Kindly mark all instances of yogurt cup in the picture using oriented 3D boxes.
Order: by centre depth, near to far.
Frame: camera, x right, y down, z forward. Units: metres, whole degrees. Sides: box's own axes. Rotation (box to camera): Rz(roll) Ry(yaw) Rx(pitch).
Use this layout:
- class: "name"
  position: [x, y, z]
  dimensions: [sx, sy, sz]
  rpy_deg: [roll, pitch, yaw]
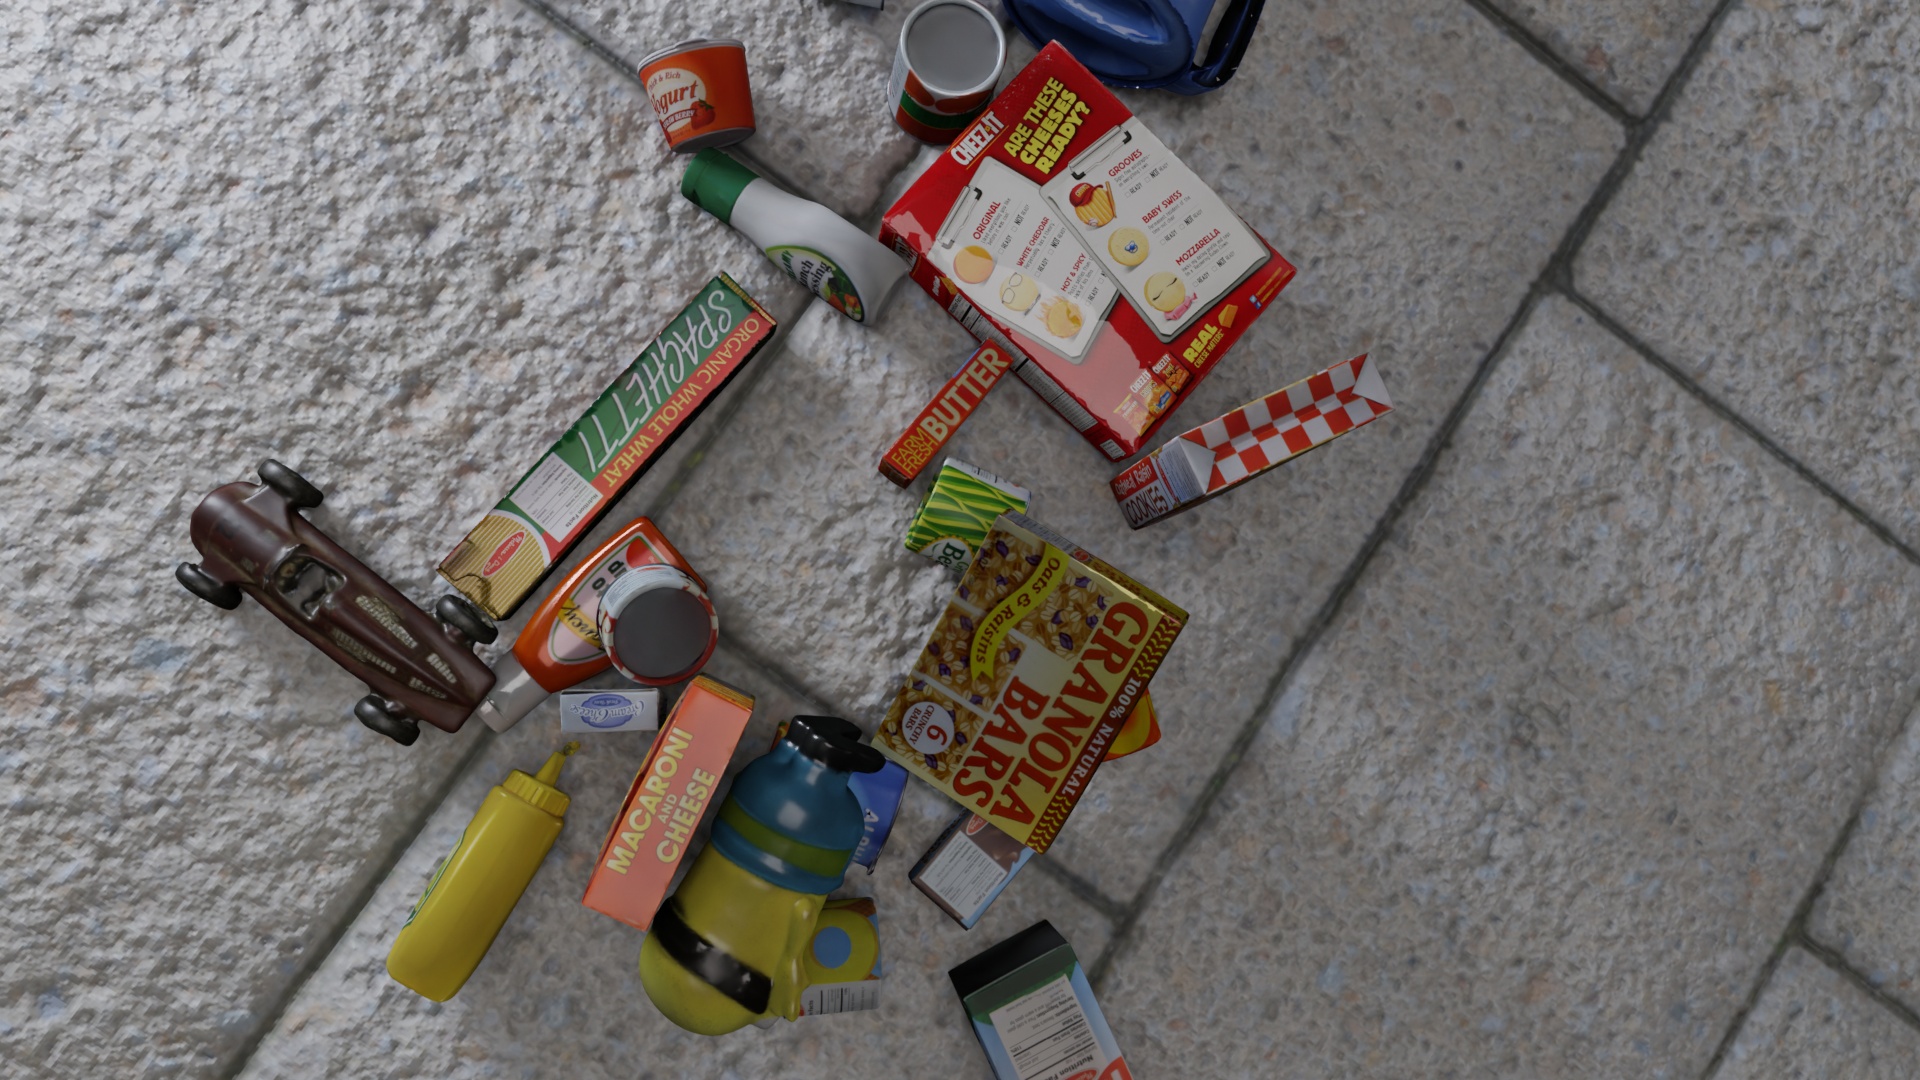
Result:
- class: "yogurt cup"
  position: [-0.160, -0.274, 0.860]
  dimensions: [0.072, 0.072, 0.054]
  rpy_deg: [-16, 97, -9]

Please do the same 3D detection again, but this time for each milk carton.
- class: "milk carton"
  position: [0.068, 0.339, 0.845]
  dimensions: [0.073, 0.072, 0.190]
  rpy_deg: [-25, 89, -9]

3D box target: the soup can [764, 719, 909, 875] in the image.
- class: "soup can"
  position: [-0.082, 0.154, 0.836]
  dimensions: [0.084, 0.071, 0.071]
  rpy_deg: [21, 83, -6]

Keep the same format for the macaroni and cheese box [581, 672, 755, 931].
- class: "macaroni and cheese box"
  position: [-0.159, 0.139, 0.777]
  dimensions: [0.040, 0.166, 0.124]
  rpy_deg: [26, 83, -5]

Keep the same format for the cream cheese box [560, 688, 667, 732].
- class: "cream cheese box"
  position: [-0.199, 0.098, 0.805]
  dimensions: [0.053, 0.103, 0.024]
  rpy_deg: [0, 83, -10]

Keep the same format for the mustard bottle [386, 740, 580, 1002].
- class: "mustard bottle"
  position: [-0.271, 0.185, 0.811]
  dimensions: [0.049, 0.065, 0.160]
  rpy_deg: [32, 76, -11]

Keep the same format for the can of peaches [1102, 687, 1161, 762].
- class: "can of peaches"
  position: [0.087, 0.104, 0.865]
  dimensions: [0.071, 0.071, 0.058]
  rpy_deg: [-15, 90, -9]

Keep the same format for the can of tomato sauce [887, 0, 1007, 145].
- class: "can of tomato sauce"
  position: [-0.008, -0.295, 0.874]
  dimensions: [0.071, 0.083, 0.071]
  rpy_deg: [1, 86, -8]

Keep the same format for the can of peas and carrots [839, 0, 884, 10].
- class: "can of peas and carrots"
  position: [-0.072, -0.377, 0.881]
  dimensions: [0.059, 0.071, 0.071]
  rpy_deg: [9, 85, -7]

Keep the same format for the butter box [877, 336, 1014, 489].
- class: "butter box"
  position: [-0.010, -0.079, 0.873]
  dimensions: [0.024, 0.053, 0.103]
  rpy_deg: [41, 81, -2]

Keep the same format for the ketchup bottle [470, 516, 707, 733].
- class: "ketchup bottle"
  position: [-0.228, 0.054, 0.835]
  dimensions: [0.149, 0.043, 0.064]
  rpy_deg: [-41, 100, -9]

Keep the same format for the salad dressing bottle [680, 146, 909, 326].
- class: "salad dressing bottle"
  position: [-0.104, -0.191, 0.866]
  dimensions: [0.148, 0.064, 0.044]
  rpy_deg: [34, 70, 3]

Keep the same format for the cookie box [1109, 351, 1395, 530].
- class: "cookie box"
  position: [0.170, -0.055, 0.841]
  dimensions: [0.123, 0.167, 0.040]
  rpy_deg: [-24, 87, -9]

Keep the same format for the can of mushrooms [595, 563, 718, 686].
- class: "can of mushrooms"
  position: [-0.175, 0.051, 0.811]
  dimensions: [0.071, 0.033, 0.070]
  rpy_deg: [-7, 107, -22]

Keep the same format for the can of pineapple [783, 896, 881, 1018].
- class: "can of pineapple"
  position: [-0.079, 0.247, 0.832]
  dimensions: [0.058, 0.071, 0.071]
  rpy_deg: [-2, 87, -9]

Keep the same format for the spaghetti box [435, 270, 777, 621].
- class: "spaghetti box"
  position: [-0.213, -0.058, 0.853]
  dimensions: [0.050, 0.028, 0.250]
  rpy_deg: [42, 81, -4]

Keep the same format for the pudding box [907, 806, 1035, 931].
- class: "pudding box"
  position: [0.013, 0.195, 0.868]
  dimensions: [0.049, 0.030, 0.084]
  rpy_deg: [42, 81, -3]

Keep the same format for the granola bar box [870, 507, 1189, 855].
- class: "granola bar box"
  position: [0.040, 0.082, 0.820]
  dimensions: [0.124, 0.039, 0.165]
  rpy_deg: [31, 106, 9]

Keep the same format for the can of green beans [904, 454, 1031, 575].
- class: "can of green beans"
  position: [0.004, -0.013, 0.863]
  dimensions: [0.058, 0.071, 0.071]
  rpy_deg: [25, 83, -6]
